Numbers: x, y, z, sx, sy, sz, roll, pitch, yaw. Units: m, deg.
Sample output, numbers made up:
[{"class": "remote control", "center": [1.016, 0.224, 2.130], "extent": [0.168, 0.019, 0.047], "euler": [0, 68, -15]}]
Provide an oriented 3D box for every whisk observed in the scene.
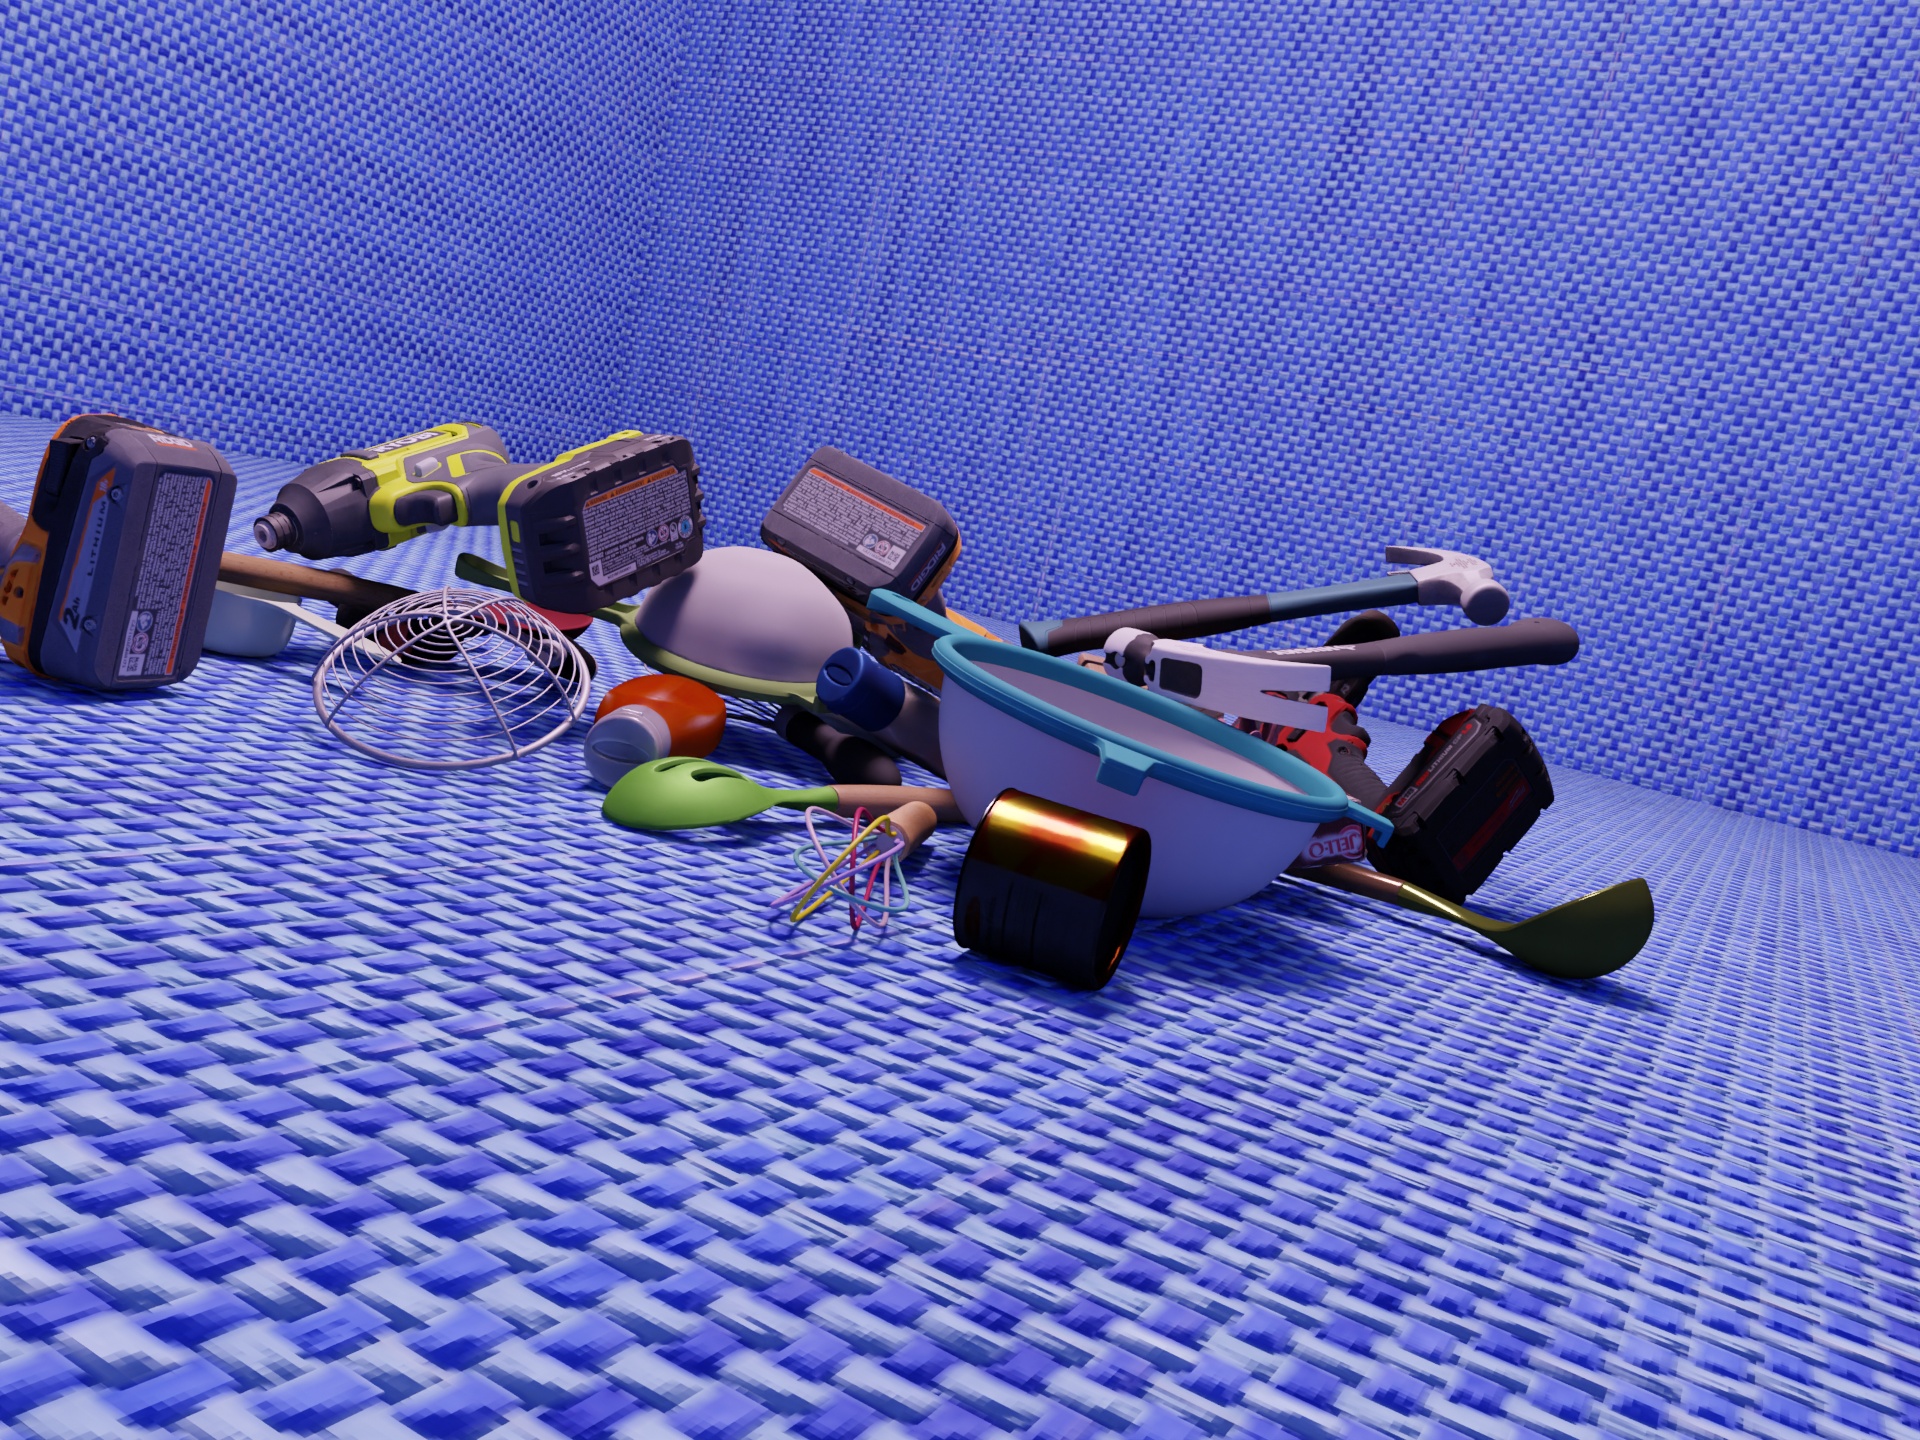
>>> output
[{"class": "whisk", "center": [-0.033, 0.054, 0.692], "extent": [0.051, 0.047, 0.245], "euler": [13, 3, 6]}, {"class": "whisk", "center": [-0.119, -0.009, 0.986], "extent": [0.070, 0.070, 0.285], "euler": [8, 14, -39]}, {"class": "whisk", "center": [-0.124, -0.020, 1.134], "extent": [0.246, 0.059, 0.058], "euler": [23, 48, 38]}]

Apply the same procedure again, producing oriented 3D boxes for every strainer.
[{"class": "strainer", "center": [0.035, 0.017, 0.818], "extent": [0.210, 0.095, 0.341], "euler": [13, 11, -39]}, {"class": "strainer", "center": [-0.177, -0.082, 0.965], "extent": [0.256, 0.069, 0.151], "euler": [16, 18, -2]}]

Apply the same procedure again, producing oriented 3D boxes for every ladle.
[{"class": "ladle", "center": [0.235, 0.081, 0.922], "extent": [0.320, 0.062, 0.078], "euler": [15, 7, 39]}, {"class": "ladle", "center": [-0.345, -0.075, 0.946], "extent": [0.069, 0.031, 0.315], "euler": [18, 5, 33]}]

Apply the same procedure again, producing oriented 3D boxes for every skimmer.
[{"class": "skimmer", "center": [-0.250, -0.015, 0.894], "extent": [0.127, 0.090, 0.363], "euler": [8, -3, -3]}]

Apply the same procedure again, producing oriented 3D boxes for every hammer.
[{"class": "hammer", "center": [0.204, -0.077, 1.126], "extent": [0.331, 0.033, 0.128], "euler": [-8, 19, 7]}, {"class": "hammer", "center": [0.258, -0.037, 0.950], "extent": [0.334, 0.035, 0.146], "euler": [-6, 15, -34]}]

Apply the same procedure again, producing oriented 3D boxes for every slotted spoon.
[{"class": "slotted spoon", "center": [-0.053, 0.041, 0.823], "extent": [0.070, 0.031, 0.313], "euler": [15, 5, 37]}]

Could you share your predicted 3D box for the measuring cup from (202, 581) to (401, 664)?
[{"class": "measuring cup", "center": [-0.377, -0.045, 0.882], "extent": [0.168, 0.038, 0.083], "euler": [22, 7, 22]}]

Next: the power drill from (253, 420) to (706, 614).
[{"class": "power drill", "center": [-0.276, -0.121, 0.915], "extent": [0.223, 0.080, 0.171], "euler": [10, 27, 28]}]

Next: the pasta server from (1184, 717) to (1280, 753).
[{"class": "pasta server", "center": [0.065, 0.015, 0.981], "extent": [0.060, 0.040, 0.316], "euler": [-26, 19, -39]}]

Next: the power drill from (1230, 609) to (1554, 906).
[{"class": "power drill", "center": [0.281, 0.014, 1.064], "extent": [0.080, 0.188, 0.227], "euler": [50, -12, -30]}]

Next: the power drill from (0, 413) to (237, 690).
[{"class": "power drill", "center": [-0.461, -0.113, 0.741], "extent": [0.226, 0.164, 0.084], "euler": [17, 7, 11]}]

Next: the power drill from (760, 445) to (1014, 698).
[{"class": "power drill", "center": [-0.059, -0.095, 1.098], "extent": [0.185, 0.084, 0.226], "euler": [30, -12, 25]}]
